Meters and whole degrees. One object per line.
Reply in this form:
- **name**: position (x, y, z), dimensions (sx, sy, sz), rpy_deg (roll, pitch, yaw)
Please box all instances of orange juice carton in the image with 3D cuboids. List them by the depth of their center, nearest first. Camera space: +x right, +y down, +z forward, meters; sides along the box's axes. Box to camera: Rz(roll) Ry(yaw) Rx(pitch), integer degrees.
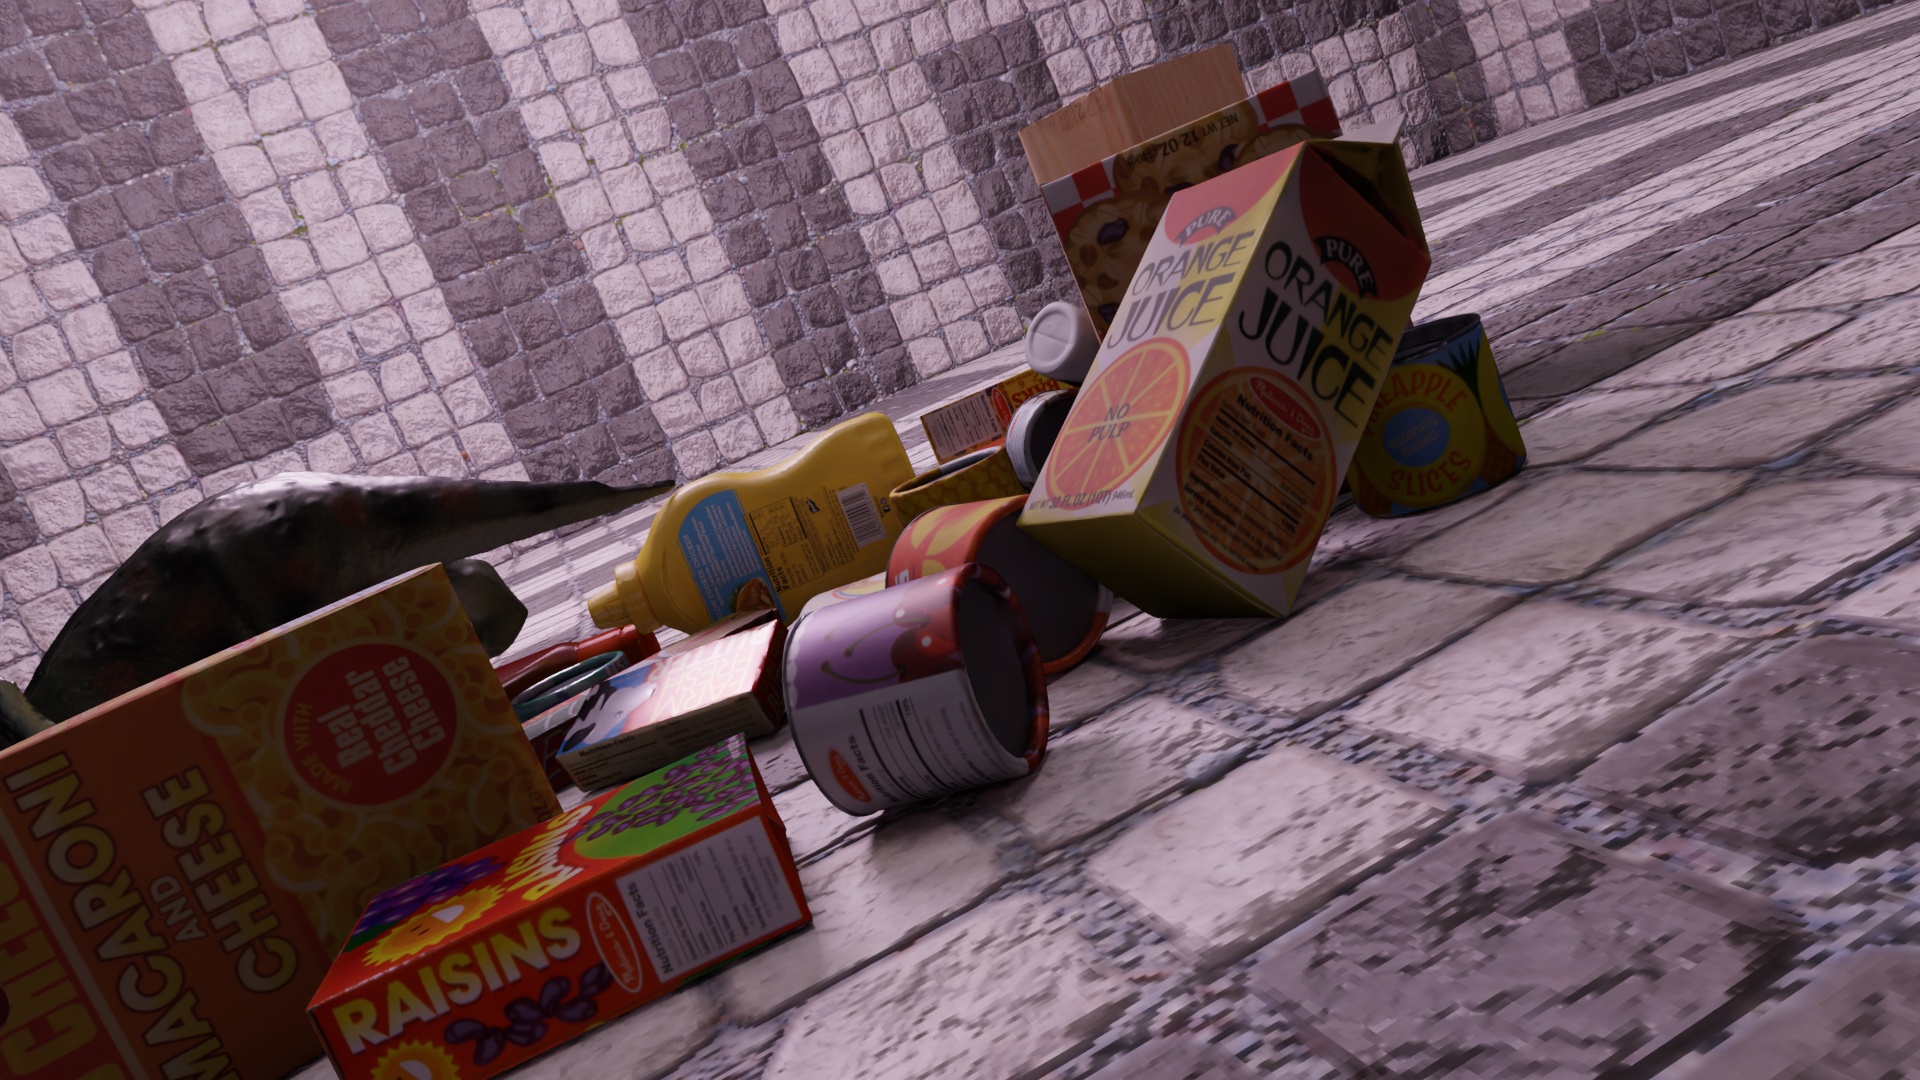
- **orange juice carton**: position (0.103, -0.071, 0.498), dimensions (0.071, 0.073, 0.193), rpy_deg (-6, 54, 60)

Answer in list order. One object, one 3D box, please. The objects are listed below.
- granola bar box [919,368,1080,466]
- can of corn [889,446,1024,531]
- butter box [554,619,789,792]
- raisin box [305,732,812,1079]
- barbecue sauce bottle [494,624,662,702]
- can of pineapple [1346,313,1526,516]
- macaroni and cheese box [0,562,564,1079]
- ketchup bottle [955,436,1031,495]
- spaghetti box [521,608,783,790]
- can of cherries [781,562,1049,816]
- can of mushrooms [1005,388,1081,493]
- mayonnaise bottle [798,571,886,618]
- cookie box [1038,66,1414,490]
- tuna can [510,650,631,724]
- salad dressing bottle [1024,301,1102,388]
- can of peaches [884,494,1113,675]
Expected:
- **granola bar box**: position (0.049, -0.084, 0.966), dimensions (0.124, 0.039, 0.165), rpy_deg (-23, -5, 8)
- **can of corn**: position (0.003, -0.009, 0.710), dimensions (0.071, 0.058, 0.071), rpy_deg (-22, 9, 4)
- **butter box**: position (-0.122, 0.073, 0.609), dimensions (0.103, 0.024, 0.053), rpy_deg (-20, 29, 18)
- **raisin box**: position (-0.109, 0.105, 0.396), dimensions (0.123, 0.040, 0.086), rpy_deg (-23, 10, -10)
- **barbecue sauce bottle**: position (-0.243, 0.087, 0.789), dimensions (0.148, 0.043, 0.065), rpy_deg (-21, 10, 3)
- **can of pineapple**: position (0.174, -0.047, 0.530), dimensions (0.071, 0.057, 0.071), rpy_deg (-22, 9, 4)
- **macaroni and cheese box**: position (-0.217, 0.097, 0.432), dimensions (0.167, 0.123, 0.040), rpy_deg (-28, 9, -29)
- **ketchup bottle**: position (0.017, -0.034, 0.845), dimensions (0.149, 0.043, 0.064), rpy_deg (-26, -14, -17)
- **spaghetti box**: position (-0.193, 0.098, 0.657), dimensions (0.251, 0.028, 0.050), rpy_deg (-29, 11, -35)
- **can of cherries**: position (-0.012, 0.043, 0.423), dimensions (0.058, 0.071, 0.072), rpy_deg (-19, 10, 22)
- **can of mushrooms**: position (0.064, -0.055, 0.807), dimensions (0.071, 0.071, 0.033), rpy_deg (-25, 9, -13)
- **mayonnaise bottle**: position (0.006, 0.020, 0.594), dimensions (0.148, 0.041, 0.065), rpy_deg (-21, 8, 12)
- **cookie box**: position (0.122, -0.097, 0.596), dimensions (0.123, 0.167, 0.040), rpy_deg (-21, 6, 13)
- **tuna can**: position (-0.198, 0.085, 0.726), dimensions (0.071, 0.032, 0.071), rpy_deg (-22, 9, 4)
- **salad dressing bottle**: position (0.104, -0.103, 0.844), dimensions (0.148, 0.044, 0.064), rpy_deg (14, 9, -42)
- **can of peaches**: position (0.013, 0.018, 0.515), dimensions (0.071, 0.071, 0.058), rpy_deg (-28, 11, -30)
